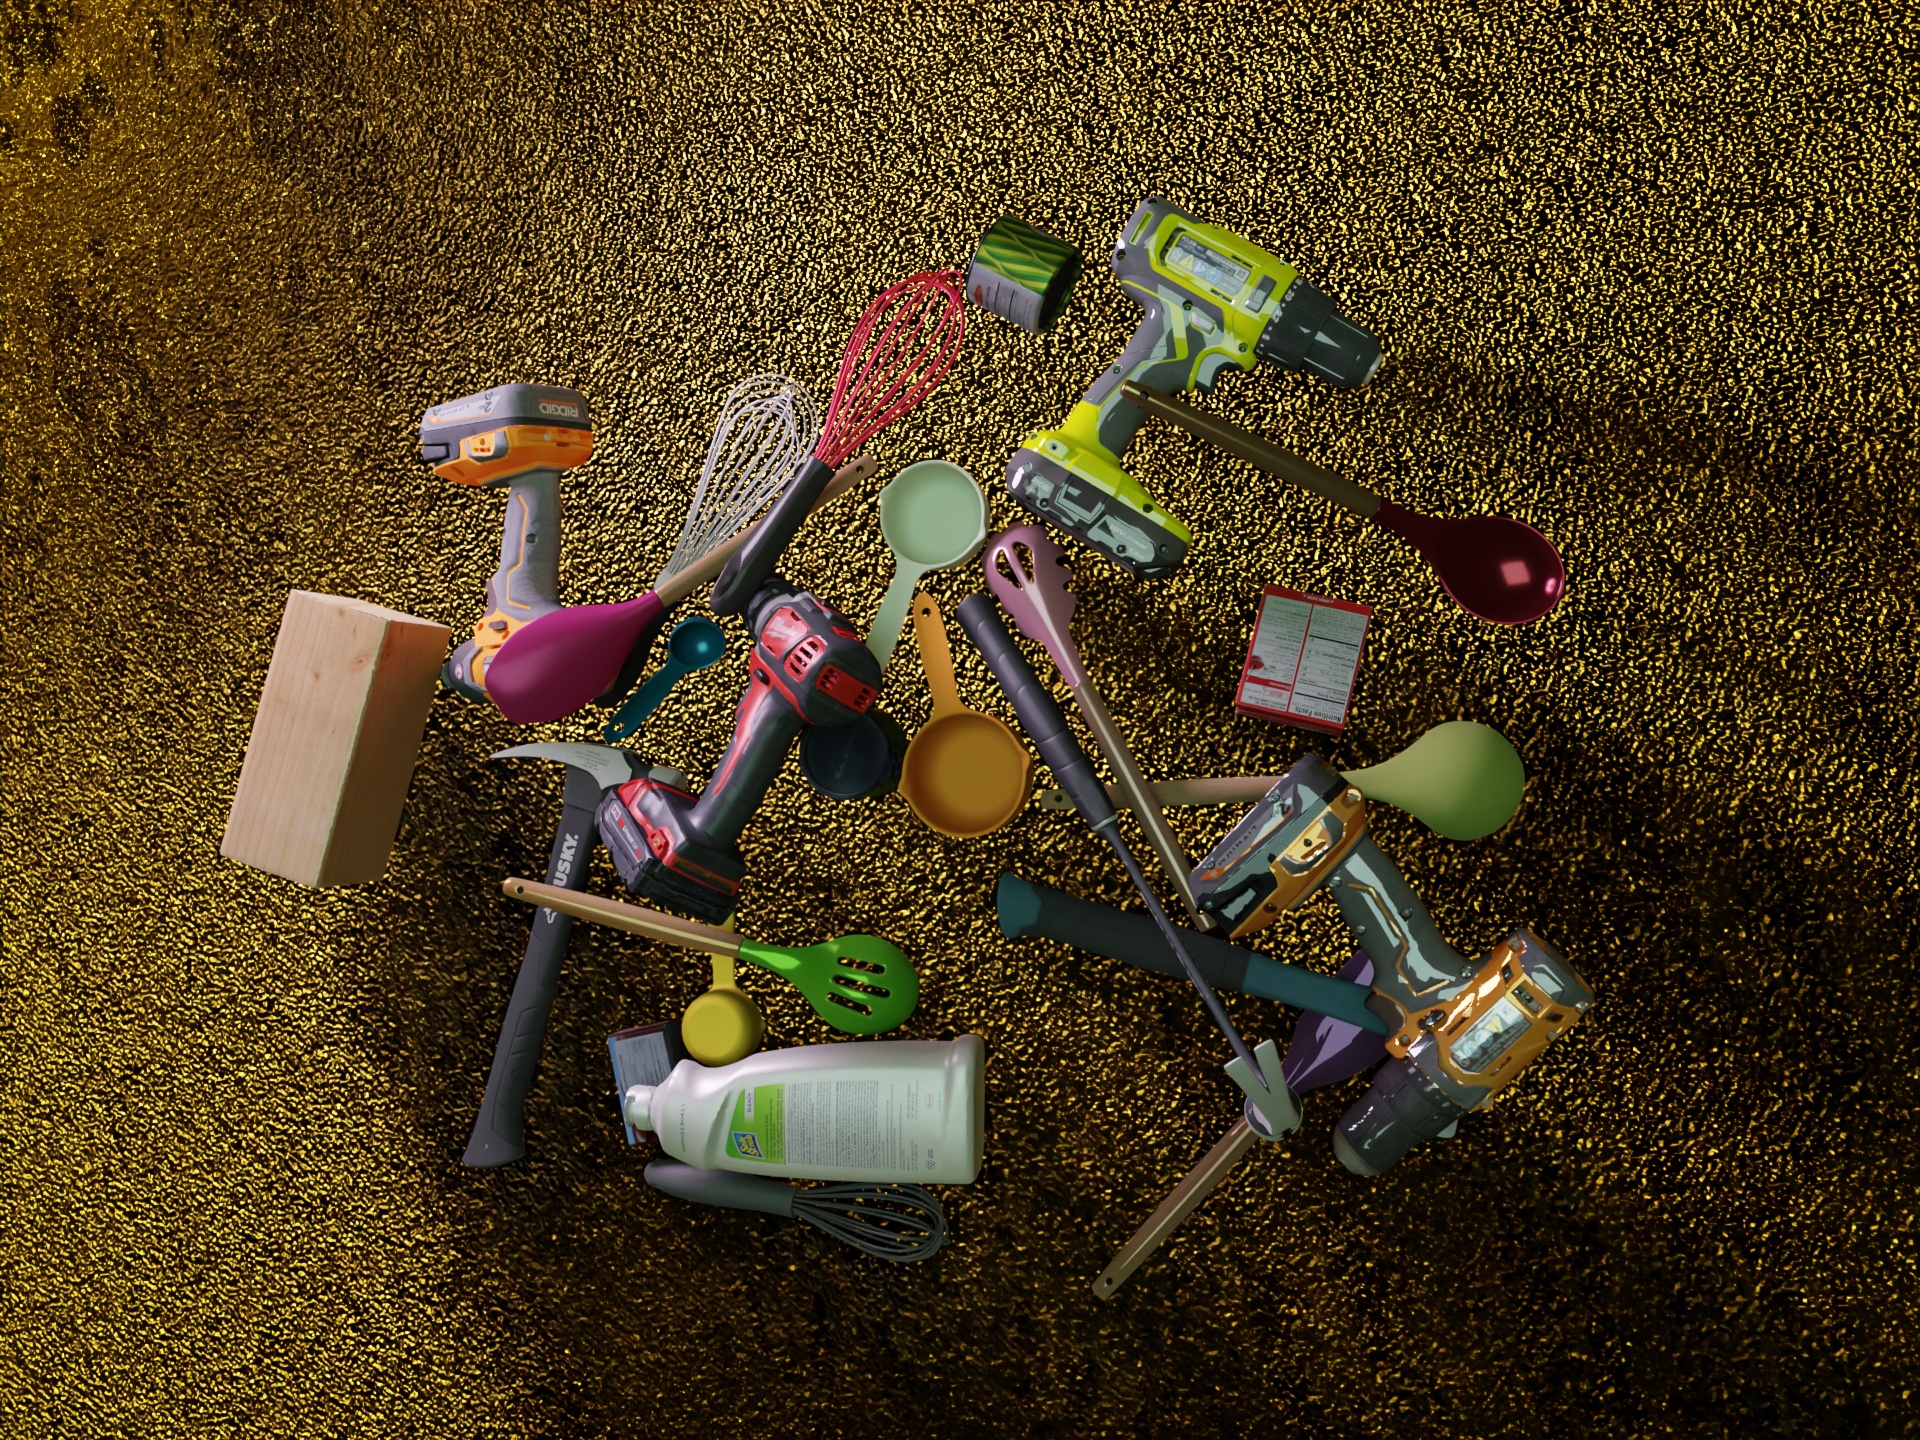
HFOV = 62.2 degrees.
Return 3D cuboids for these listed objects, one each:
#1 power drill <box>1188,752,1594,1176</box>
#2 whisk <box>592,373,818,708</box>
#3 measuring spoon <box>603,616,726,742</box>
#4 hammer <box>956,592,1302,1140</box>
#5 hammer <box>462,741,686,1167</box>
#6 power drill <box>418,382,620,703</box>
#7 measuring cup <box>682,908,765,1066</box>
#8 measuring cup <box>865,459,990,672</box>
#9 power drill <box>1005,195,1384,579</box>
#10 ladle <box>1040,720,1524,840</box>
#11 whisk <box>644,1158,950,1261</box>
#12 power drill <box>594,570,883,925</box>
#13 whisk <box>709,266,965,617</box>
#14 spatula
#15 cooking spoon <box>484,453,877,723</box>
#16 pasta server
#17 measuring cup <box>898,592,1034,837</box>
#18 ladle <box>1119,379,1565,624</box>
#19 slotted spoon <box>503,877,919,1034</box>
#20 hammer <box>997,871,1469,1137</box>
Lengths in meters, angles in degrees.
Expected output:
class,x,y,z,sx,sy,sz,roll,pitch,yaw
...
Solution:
class,x,y,z,sx,sy,sz,roll,pitch,yaw
power drill,0.246,0.155,0.992,0.226,0.084,0.185,44,104,11
whisk,-0.197,-0.127,1.168,0.070,0.070,0.284,36,101,12
measuring spoon,-0.225,-0.032,1.188,0.042,0.021,0.128,36,110,-31
hammer,0.100,0.079,1.031,0.036,0.149,0.409,-30,65,1
hammer,-0.318,0.176,1.196,0.146,0.035,0.335,17,93,13
power drill,-0.336,-0.122,1.180,0.164,0.084,0.226,-6,90,35
measuring cup,-0.178,0.176,1.163,0.062,0.029,0.156,-3,89,14
measuring cup,-0.033,-0.103,1.134,0.083,0.038,0.167,23,96,13
power drill,0.153,-0.213,1.073,0.190,0.080,0.228,32,94,8
ladle,0.211,0.047,1.074,0.320,0.062,0.078,-4,82,20
whisk,-0.120,0.344,1.138,0.239,0.055,0.055,6,90,17
power drill,-0.158,0.006,1.106,0.226,0.080,0.188,-55,36,7
whisk,-0.086,-0.195,1.114,0.073,0.073,0.296,34,87,12
spatula,0.198,0.276,1.075,0.060,0.018,0.316,43,97,14
cooking spoon,-0.192,-0.100,1.126,0.319,0.017,0.068,-35,100,-11
pasta server,0.096,0.000,1.086,0.060,0.040,0.316,-30,78,13
measuring cup,-0.002,-0.004,1.116,0.095,0.052,0.174,-15,83,13
ladle,0.246,-0.148,1.030,0.315,0.031,0.069,25,92,-5
slotted spoon,-0.183,0.160,1.145,0.314,0.031,0.070,14,85,7
hammer,0.178,0.166,1.067,0.331,0.033,0.128,15,86,17
